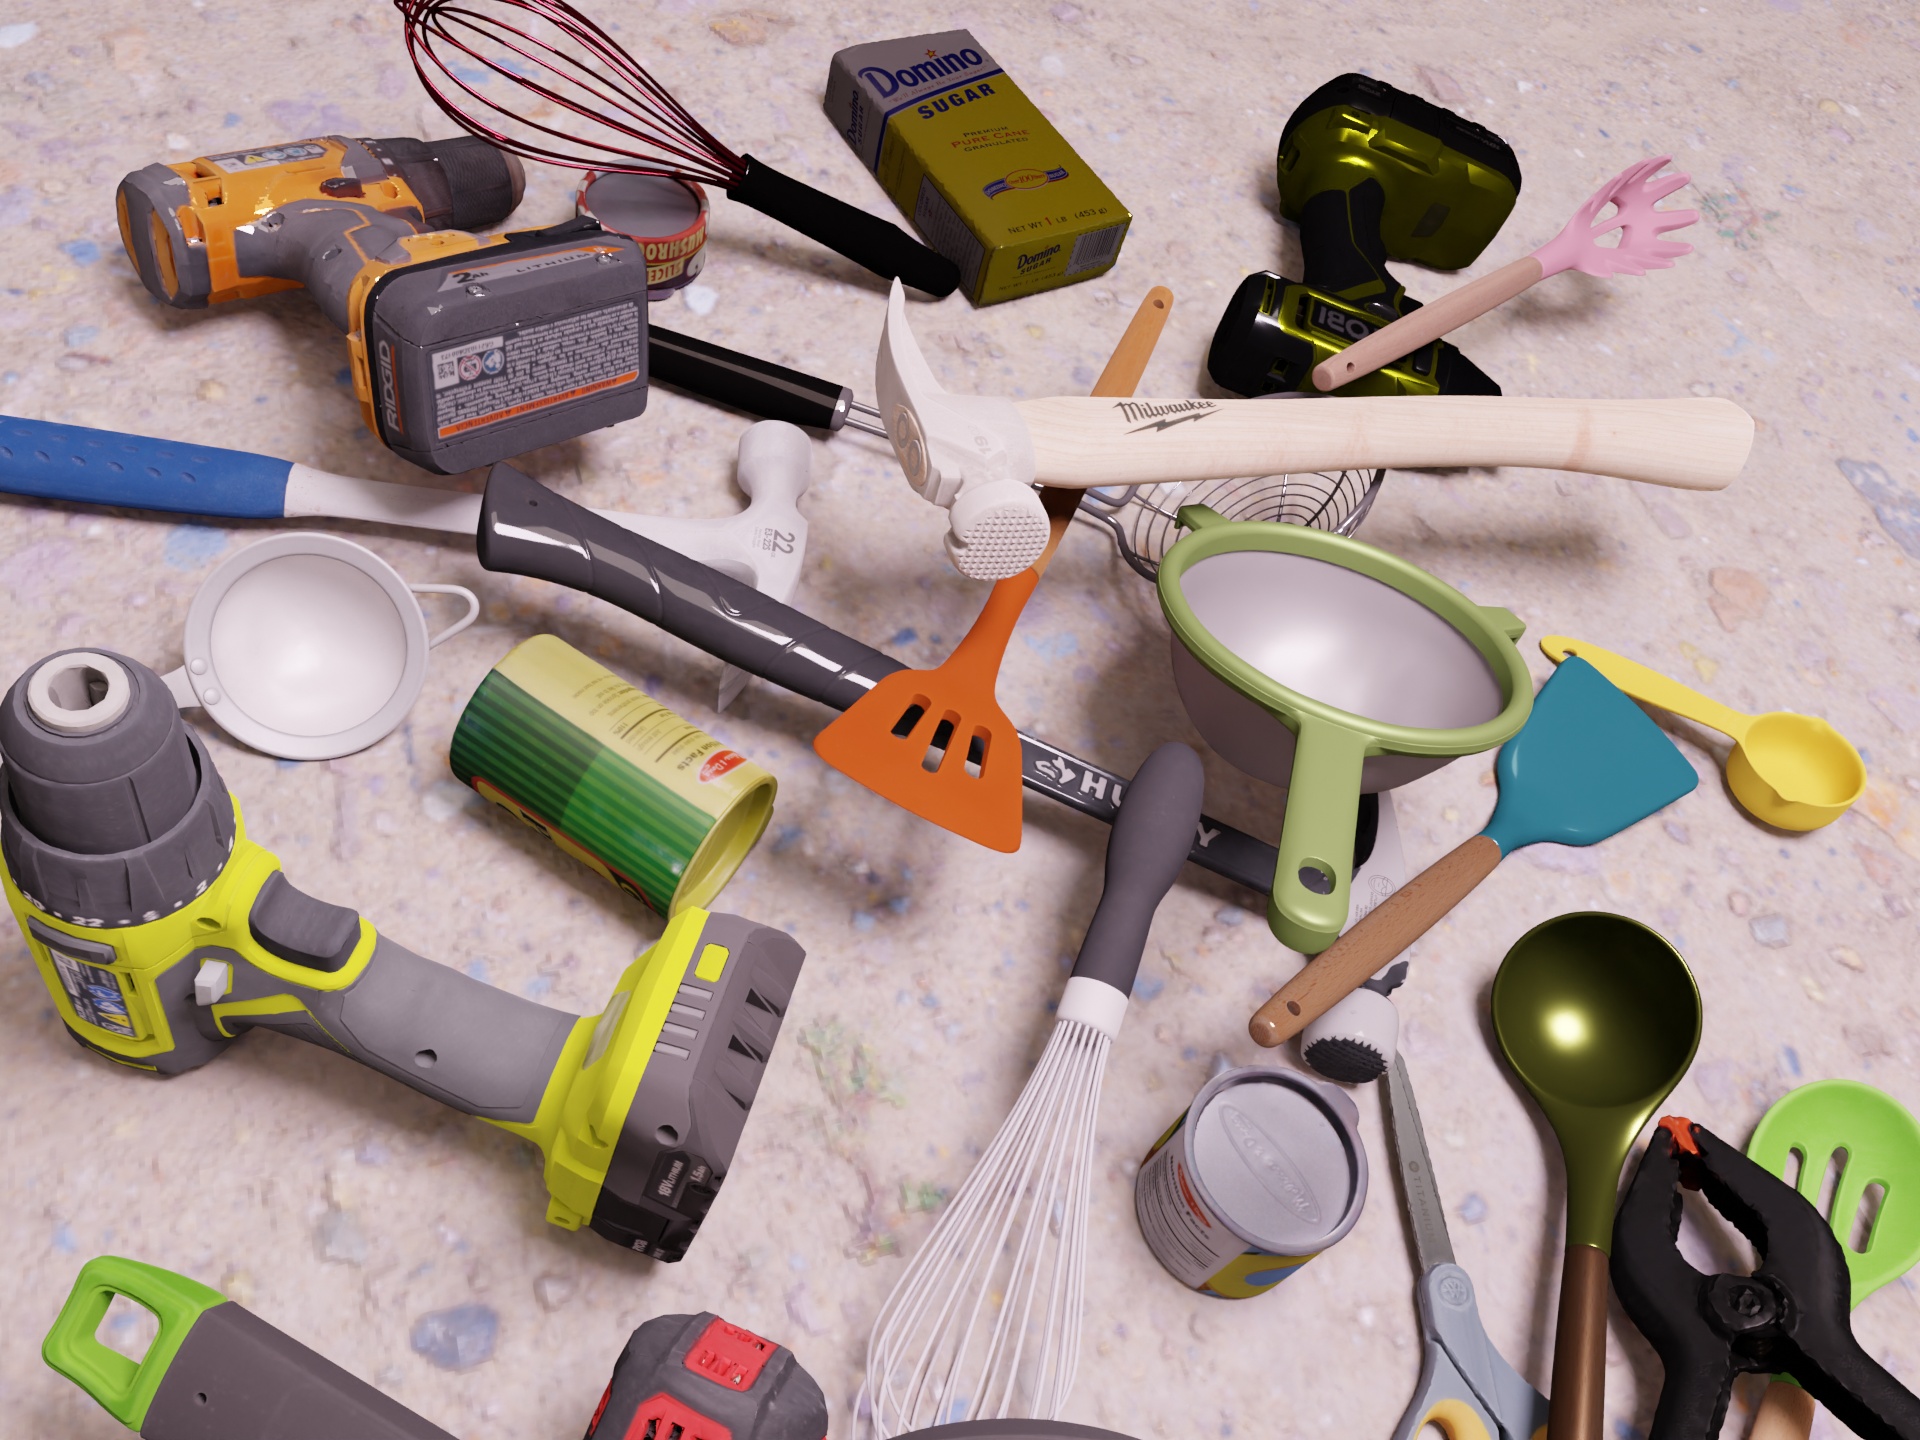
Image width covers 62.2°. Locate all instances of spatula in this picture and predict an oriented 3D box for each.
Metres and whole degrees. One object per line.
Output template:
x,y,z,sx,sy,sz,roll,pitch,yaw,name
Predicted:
0.037,-0.081,0.646,0.081,0.041,0.323,28,57,-2,spatula
0.208,0.055,0.647,0.317,0.044,0.082,-24,68,-45,spatula

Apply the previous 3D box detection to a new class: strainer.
0.129,0.015,0.588,0.151,0.069,0.256,20,36,4,strainer
-0.307,-0.007,0.582,0.258,0.050,0.086,-21,107,-21,strainer

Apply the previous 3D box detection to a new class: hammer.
0.166,-0.128,0.679,0.410,0.038,0.146,-4,49,-22,hammer
-0.001,-0.002,0.633,0.409,0.036,0.149,25,51,-6,hammer
-0.265,-0.089,0.653,0.405,0.035,0.144,6,54,-10,hammer

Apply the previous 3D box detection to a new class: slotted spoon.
0.284,0.259,0.561,0.070,0.031,0.314,25,54,20,slotted spoon

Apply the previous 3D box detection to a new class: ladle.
0.211,0.201,0.546,0.078,0.062,0.320,-5,42,30,ladle

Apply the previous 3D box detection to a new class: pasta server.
0.285,-0.226,0.817,0.316,0.040,0.060,-31,108,-33,pasta server

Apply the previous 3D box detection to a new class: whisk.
-0.124,-0.268,0.758,0.295,0.073,0.073,18,50,-30,whisk
0.033,0.128,0.539,0.070,0.070,0.285,22,64,1,whisk

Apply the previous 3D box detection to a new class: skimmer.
0.008,-0.145,0.729,0.363,0.090,0.127,18,53,-2,skimmer

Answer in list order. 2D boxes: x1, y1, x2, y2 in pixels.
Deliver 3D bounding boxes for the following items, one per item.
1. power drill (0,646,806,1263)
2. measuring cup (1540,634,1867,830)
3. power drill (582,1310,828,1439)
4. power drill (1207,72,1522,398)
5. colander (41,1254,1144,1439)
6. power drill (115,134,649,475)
-0.170,0.072,0.474,0.228,0.190,0.080,22,53,-5,power drill
0.350,0.003,0.764,0.157,0.029,0.062,29,53,21,measuring cup
-0.017,0.270,0.425,0.220,0.078,0.143,24,86,6,power drill
0.235,-0.239,0.868,0.171,0.080,0.223,21,56,-6,power drill
-0.062,0.233,0.351,0.397,0.094,0.204,26,86,10,colander
-0.227,-0.200,0.693,0.226,0.084,0.185,32,43,30,power drill
